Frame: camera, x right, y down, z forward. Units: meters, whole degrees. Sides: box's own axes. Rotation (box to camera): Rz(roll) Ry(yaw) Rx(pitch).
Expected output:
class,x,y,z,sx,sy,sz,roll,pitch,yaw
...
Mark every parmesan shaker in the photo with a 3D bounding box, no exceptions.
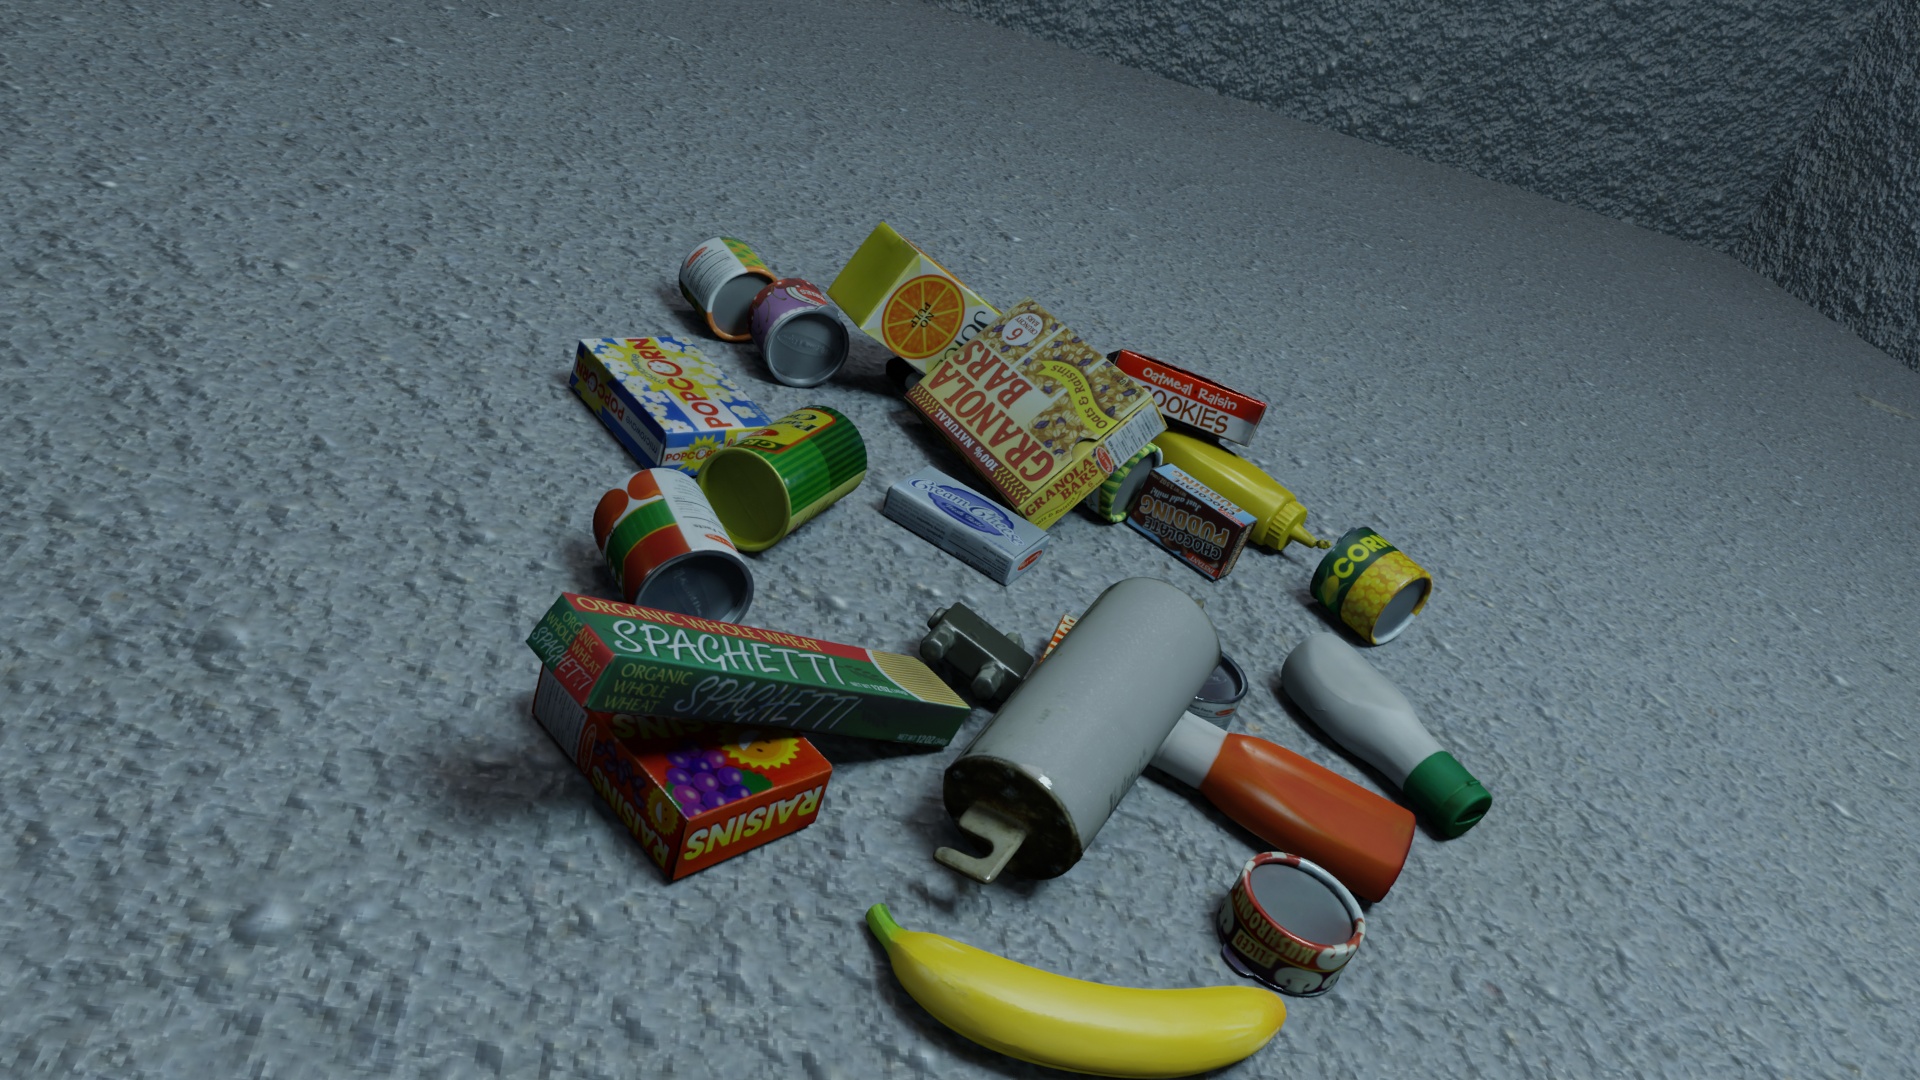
class,x,y,z,sx,sy,sz,roll,pitch,yaw
parmesan shaker,-0.113,-0.041,0.876,0.071,0.071,0.103,27,29,12

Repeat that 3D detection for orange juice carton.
class,x,y,z,sx,sy,sz,roll,pitch,yaw
orange juice carton,-0.005,-0.163,1.100,0.192,0.073,0.072,30,13,-41

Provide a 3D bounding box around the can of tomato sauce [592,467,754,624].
class,x,y,z,sx,sy,sz,roll,pitch,yaw
can of tomato sauce,-0.160,0.010,0.759,0.071,0.070,0.083,0,34,-33

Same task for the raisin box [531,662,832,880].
class,x,y,z,sx,sy,sz,roll,pitch,yaw
raisin box,-0.133,0.095,0.657,0.086,0.040,0.123,-12,41,-46

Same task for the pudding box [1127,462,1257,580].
class,x,y,z,sx,sy,sz,roll,pitch,yaw
pudding box,0.169,-0.014,1.021,0.084,0.049,0.030,36,30,26

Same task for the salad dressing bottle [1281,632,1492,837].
class,x,y,z,sx,sy,sz,roll,pitch,yaw
salad dressing bottle,0.262,0.119,0.861,0.064,0.043,0.148,-1,36,-37

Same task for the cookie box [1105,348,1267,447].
class,x,y,z,sx,sy,sz,roll,pitch,yaw
cookie box,0.179,-0.121,1.158,0.123,0.040,0.167,20,7,0

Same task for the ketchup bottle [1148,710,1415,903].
class,x,y,z,sx,sy,sz,roll,pitch,yaw
ketchup bottle,0.174,0.140,0.769,0.149,0.043,0.065,27,29,13

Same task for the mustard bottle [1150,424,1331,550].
class,x,y,z,sx,sy,sz,roll,pitch,yaw
mustard bottle,0.218,-0.034,1.085,0.160,0.048,0.065,37,26,26

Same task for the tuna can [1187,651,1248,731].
class,x,y,z,sx,sy,sz,roll,pitch,yaw
tuna can,0.137,0.087,0.845,0.071,0.032,0.071,16,29,-9

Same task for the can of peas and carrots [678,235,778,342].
class,x,y,z,sx,sy,sz,roll,pitch,yaw
can of peas and carrots,-0.179,-0.197,1.098,0.071,0.070,0.059,-3,37,-36

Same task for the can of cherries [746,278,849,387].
class,x,y,z,sx,sy,sz,roll,pitch,yaw
can of cherries,-0.124,-0.162,1.065,0.071,0.071,0.058,3,33,-29

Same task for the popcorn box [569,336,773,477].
class,x,y,z,sx,sy,sz,roll,pitch,yaw
popcorn box,-0.194,-0.091,0.934,0.085,0.038,0.127,-9,40,-41

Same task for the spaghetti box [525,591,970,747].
class,x,y,z,sx,sy,sz,roll,pitch,yaw
spaghetti box,-0.087,0.066,0.657,0.050,0.028,0.250,39,13,35

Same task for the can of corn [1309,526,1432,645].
class,x,y,z,sx,sy,sz,roll,pitch,yaw
can of corn,0.297,0.032,1.002,0.071,0.070,0.058,-8,40,-41

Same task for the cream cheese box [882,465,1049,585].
class,x,y,z,sx,sy,sz,roll,pitch,yaw
cream cheese box,0.003,-0.012,0.938,0.104,0.024,0.053,30,30,18

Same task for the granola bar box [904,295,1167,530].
class,x,y,z,sx,sy,sz,roll,pitch,yaw
granola bar box,0.051,-0.095,1.014,0.166,0.124,0.039,47,-5,42

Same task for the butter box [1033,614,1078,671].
class,x,y,z,sx,sy,sz,roll,pitch,yaw
butter box,0.069,0.084,0.816,0.053,0.024,0.104,25,29,7

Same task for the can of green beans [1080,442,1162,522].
class,x,y,z,sx,sy,sz,roll,pitch,yaw
can of green beans,0.108,-0.055,1.035,0.058,0.071,0.071,36,32,25

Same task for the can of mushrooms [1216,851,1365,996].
class,x,y,z,sx,sy,sz,roll,pitch,yaw
can of mushrooms,0.162,0.189,0.688,0.071,0.033,0.071,16,29,-9
